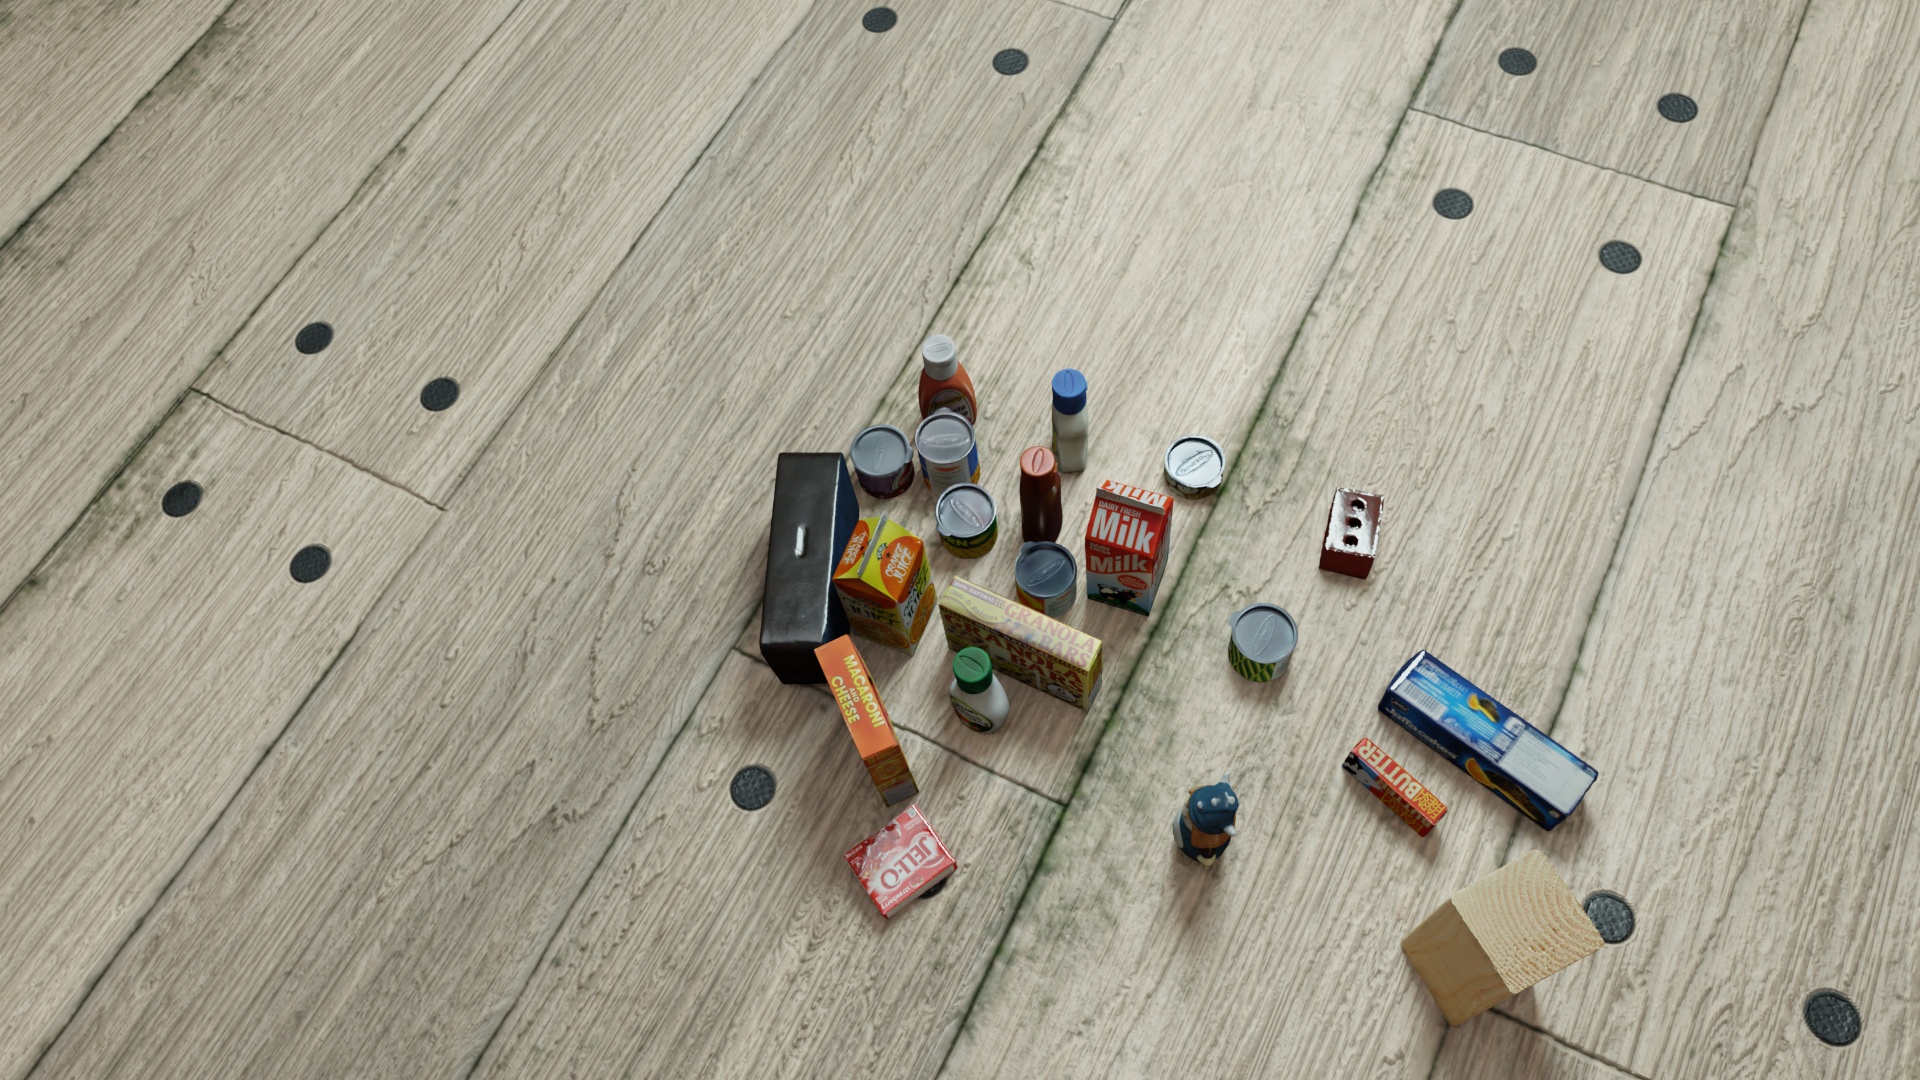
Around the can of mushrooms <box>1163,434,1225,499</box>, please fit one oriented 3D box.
[{"bbox_3d":[0.260,-0.079,1.536,0.071,0.033,0.071,-2,64,4],"label":"can of mushrooms"}]

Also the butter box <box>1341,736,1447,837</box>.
[{"bbox_3d":[0.422,0.240,1.352,0.024,0.053,0.104,-41,67,-14],"label":"butter box"}]

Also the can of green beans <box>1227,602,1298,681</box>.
[{"bbox_3d":[0.310,0.105,1.426,0.071,0.057,0.071,-2,64,4],"label":"can of green beans"}]

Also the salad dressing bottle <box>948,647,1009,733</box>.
[{"bbox_3d":[0.016,0.148,1.382,0.064,0.147,0.044,32,71,19],"label":"salad dressing bottle"}]

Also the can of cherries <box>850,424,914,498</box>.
[{"bbox_3d":[-0.084,-0.087,1.557,0.071,0.058,0.072,-2,64,4],"label":"can of cherries"}]

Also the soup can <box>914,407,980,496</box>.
[{"bbox_3d":[-0.013,-0.096,1.541,0.071,0.083,0.071,-2,64,4],"label":"soup can"}]

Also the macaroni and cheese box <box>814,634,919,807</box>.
[{"bbox_3d":[-0.090,0.179,1.365,0.040,0.165,0.124,-24,64,-6],"label":"macaroni and cheese box"}]

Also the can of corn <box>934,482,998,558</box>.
[{"bbox_3d":[0.005,-0.019,1.515,0.071,0.058,0.071,-2,64,4],"label":"can of corn"}]

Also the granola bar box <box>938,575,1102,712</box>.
[{"bbox_3d":[0.063,0.106,1.412,0.166,0.123,0.039,24,69,16],"label":"granola bar box"}]

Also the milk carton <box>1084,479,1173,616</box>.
[{"bbox_3d":[0.171,0.001,1.417,0.072,0.189,0.074,17,67,13],"label":"milk carton"}]

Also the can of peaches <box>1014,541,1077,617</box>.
[{"bbox_3d":[0.090,0.041,1.478,0.071,0.057,0.071,-2,64,4],"label":"can of peaches"}]

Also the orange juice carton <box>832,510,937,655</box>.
[{"bbox_3d":[-0.078,0.042,1.418,0.073,0.192,0.072,18,67,13],"label":"orange juice carton"}]

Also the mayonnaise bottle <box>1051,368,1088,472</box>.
[{"bbox_3d":[0.119,-0.133,1.512,0.041,0.147,0.065,-6,64,3],"label":"mayonnaise bottle"}]

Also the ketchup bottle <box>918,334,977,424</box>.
[{"bbox_3d":[-0.018,-0.174,1.544,0.065,0.148,0.044,-12,64,-1],"label":"ketchup bottle"}]

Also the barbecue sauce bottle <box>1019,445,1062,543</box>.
[{"bbox_3d":[0.085,-0.049,1.473,0.044,0.148,0.065,11,66,10],"label":"barbecue sauce bottle"}]
